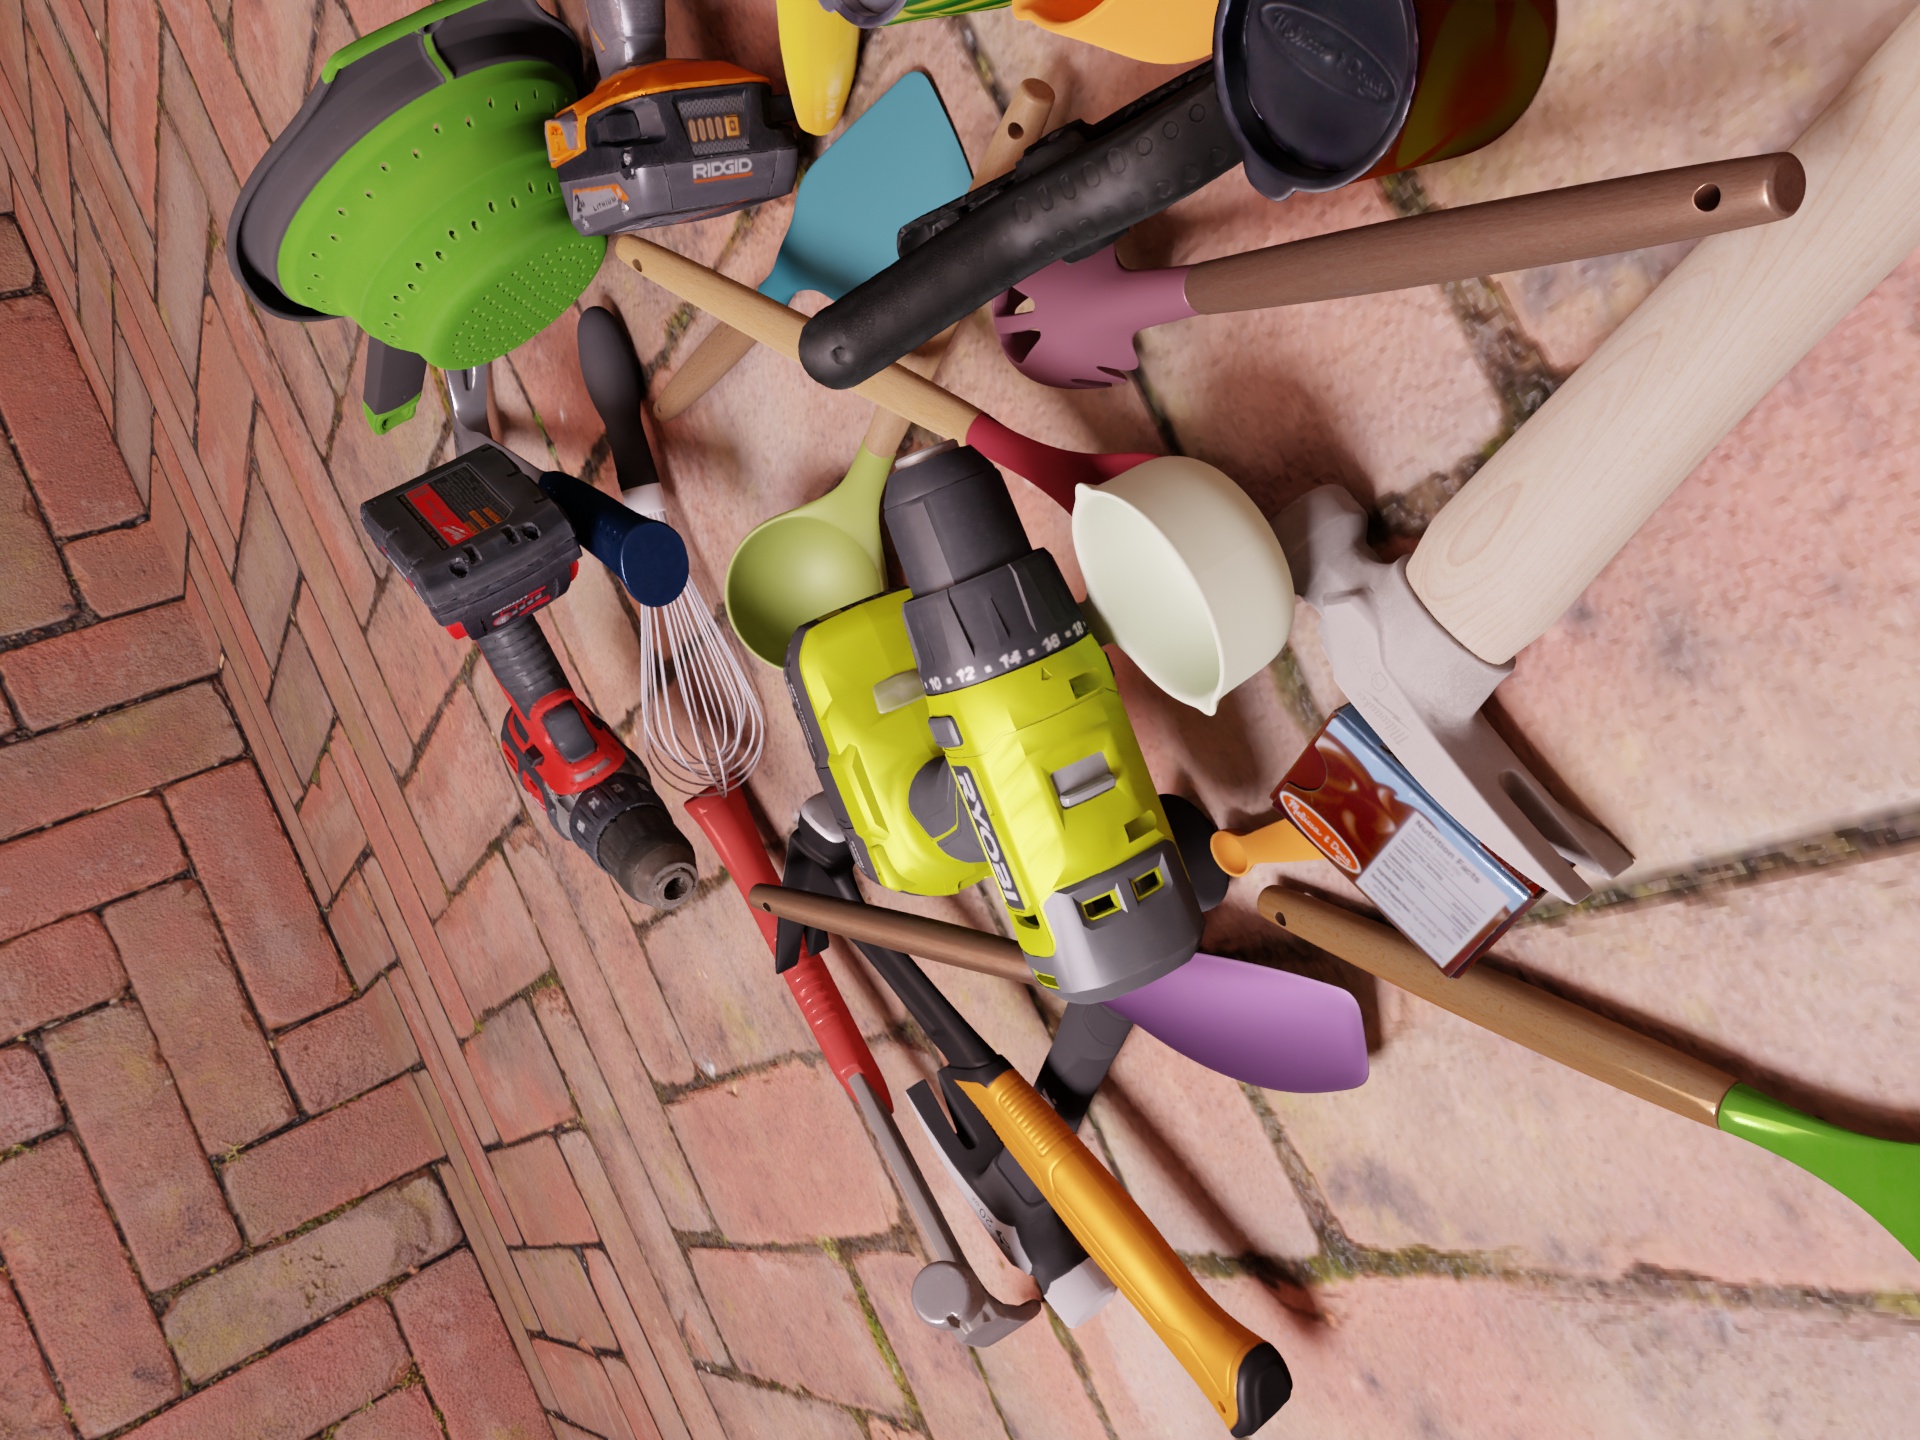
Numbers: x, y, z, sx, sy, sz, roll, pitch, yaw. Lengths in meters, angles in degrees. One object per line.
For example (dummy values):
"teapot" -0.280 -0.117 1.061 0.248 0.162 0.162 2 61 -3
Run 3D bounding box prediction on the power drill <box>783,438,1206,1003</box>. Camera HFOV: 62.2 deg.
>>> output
"power drill" -0.001 -0.002 0.614 0.190 0.080 0.228 68 164 -7

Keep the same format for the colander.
"colander" -0.274 -0.220 0.857 0.094 0.204 0.397 51 153 -2

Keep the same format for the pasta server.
"pasta server" 0.092 -0.128 0.453 0.316 0.040 0.060 14 121 60

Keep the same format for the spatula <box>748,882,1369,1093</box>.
"spatula" 0.024 0.103 0.671 0.316 0.018 0.059 8 122 38

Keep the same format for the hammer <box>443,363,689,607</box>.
"hammer" -0.242 -0.139 0.923 0.406 0.035 0.144 31 128 56

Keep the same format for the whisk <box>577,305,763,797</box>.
"whisk" -0.170 -0.093 0.898 0.070 0.070 0.284 -3 103 57

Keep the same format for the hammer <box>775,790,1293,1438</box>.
"hammer" 0.022 0.183 0.733 0.337 0.034 0.127 46 142 28

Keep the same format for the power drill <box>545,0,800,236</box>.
"power drill" -0.133 -0.325 0.651 0.164 0.084 0.226 18 122 60

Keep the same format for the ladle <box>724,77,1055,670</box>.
"ladle" -0.031 -0.123 0.651 0.078 0.062 0.320 33 144 0

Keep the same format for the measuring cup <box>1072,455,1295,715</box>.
"measuring cup" 0.062 -0.043 0.540 0.083 0.038 0.167 59 167 -2

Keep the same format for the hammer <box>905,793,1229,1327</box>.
"hammer" 0.052 0.150 0.732 0.146 0.035 0.334 48 144 28

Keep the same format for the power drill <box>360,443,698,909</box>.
"power drill" -0.217 -0.014 0.846 0.188 0.080 0.226 39 153 44

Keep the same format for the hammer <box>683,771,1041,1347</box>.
"hammer" -0.066 0.180 0.900 0.359 0.036 0.149 58 -178 27

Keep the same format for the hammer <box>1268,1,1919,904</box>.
"hammer" 0.200 -0.110 0.336 0.146 0.038 0.410 53 146 18

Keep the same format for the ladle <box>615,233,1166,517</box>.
"ladle" -0.015 -0.119 0.599 0.316 0.031 0.069 32 141 22

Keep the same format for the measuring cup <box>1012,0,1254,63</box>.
"measuring cup" 0.050 -0.263 0.462 0.095 0.052 0.174 -51 42 43

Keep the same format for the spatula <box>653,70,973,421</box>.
"spatula" -0.085 -0.188 0.735 0.317 0.044 0.082 -12 101 63

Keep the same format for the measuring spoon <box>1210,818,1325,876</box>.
"measuring spoon" 0.131 0.038 0.566 0.117 0.011 0.021 -23 94 55

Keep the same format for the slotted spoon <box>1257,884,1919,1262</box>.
"slotted spoon" 0.206 0.107 0.478 0.314 0.031 0.070 23 128 51
